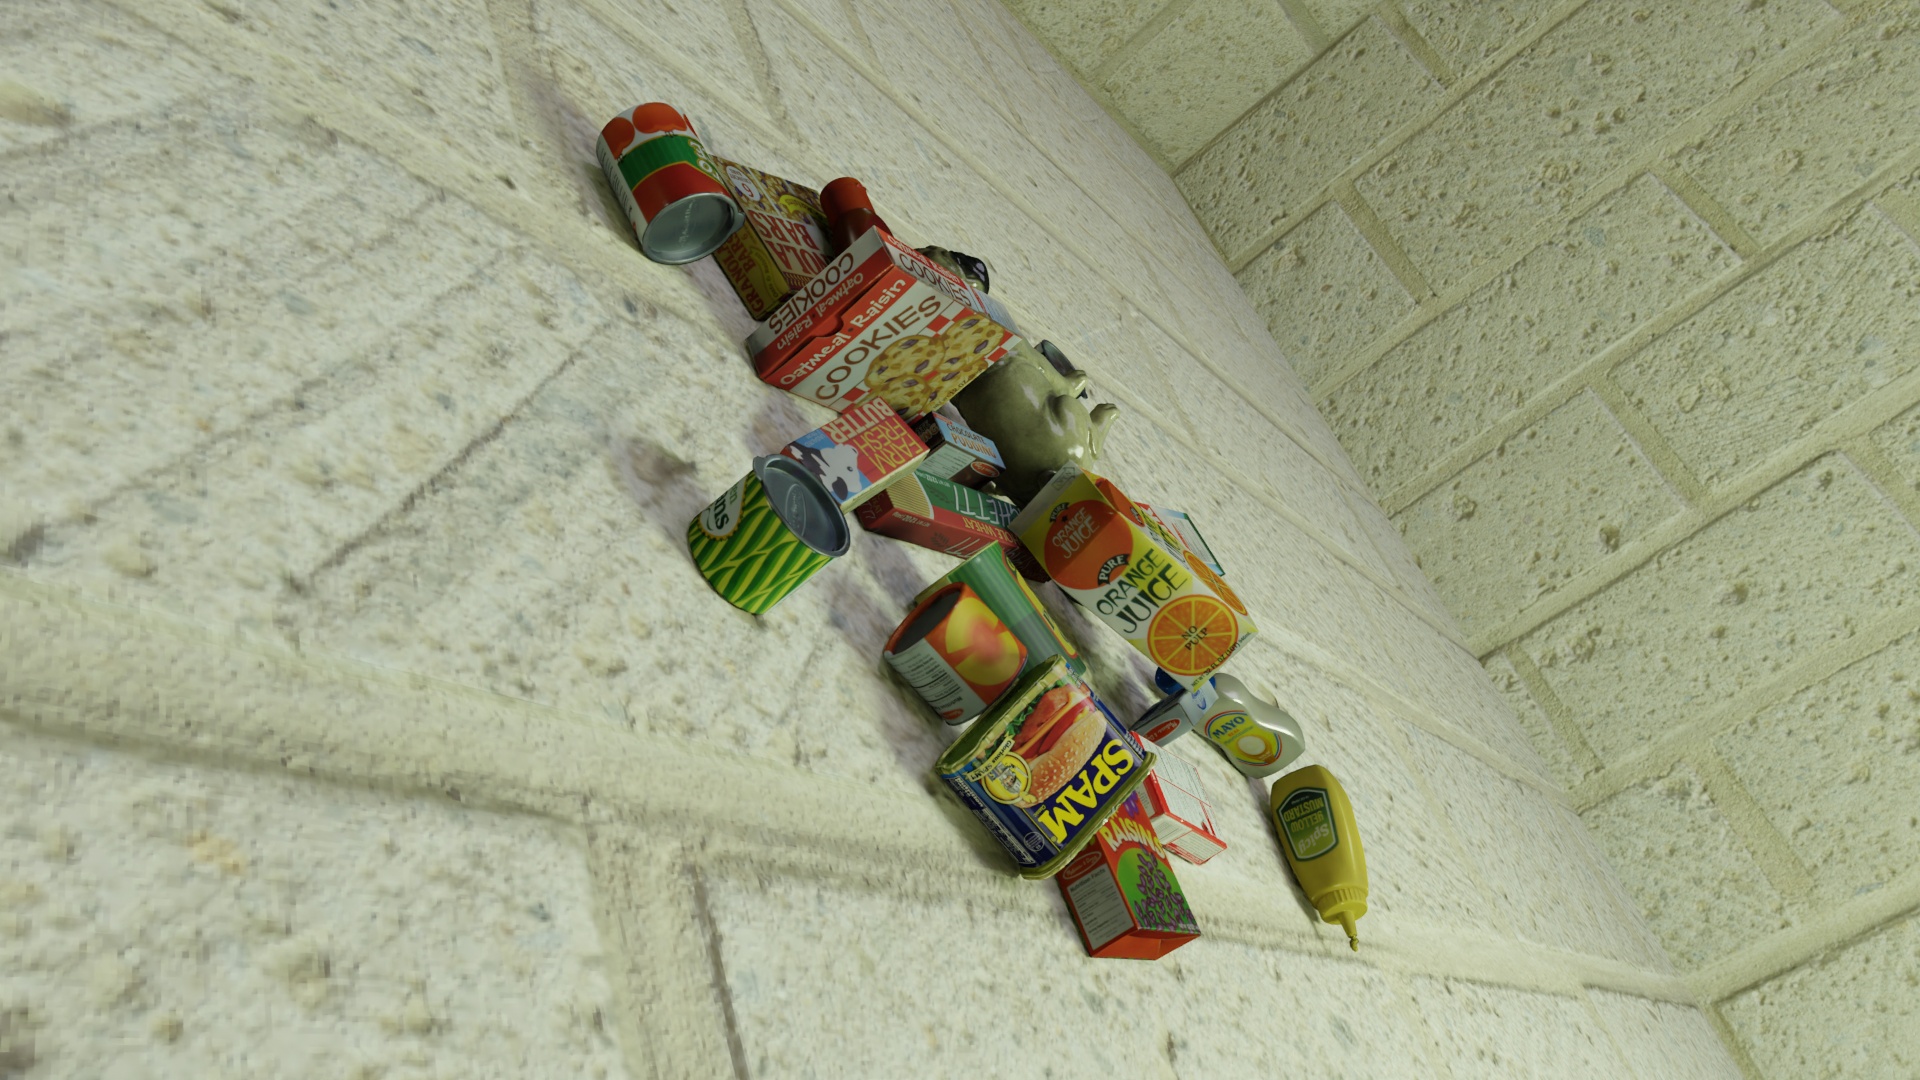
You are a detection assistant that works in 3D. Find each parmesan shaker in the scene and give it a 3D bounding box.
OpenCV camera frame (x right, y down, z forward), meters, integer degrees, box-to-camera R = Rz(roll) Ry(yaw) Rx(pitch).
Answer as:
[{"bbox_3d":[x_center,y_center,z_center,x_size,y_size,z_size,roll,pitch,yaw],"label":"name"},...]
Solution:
[{"bbox_3d":[0.025,0.061,0.898,0.103,0.071,0.071,54,21,2],"label":"parmesan shaker"}]

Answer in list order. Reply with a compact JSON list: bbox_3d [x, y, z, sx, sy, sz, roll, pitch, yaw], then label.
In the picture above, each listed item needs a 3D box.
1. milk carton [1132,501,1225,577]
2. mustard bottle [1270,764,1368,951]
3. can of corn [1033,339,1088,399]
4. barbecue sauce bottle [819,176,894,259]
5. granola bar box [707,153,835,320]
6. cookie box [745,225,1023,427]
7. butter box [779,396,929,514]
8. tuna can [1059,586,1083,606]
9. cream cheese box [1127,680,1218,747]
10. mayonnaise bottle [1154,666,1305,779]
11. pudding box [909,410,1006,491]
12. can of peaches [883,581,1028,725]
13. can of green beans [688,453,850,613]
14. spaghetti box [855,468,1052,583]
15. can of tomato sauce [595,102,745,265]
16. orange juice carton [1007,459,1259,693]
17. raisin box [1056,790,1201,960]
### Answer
[{"bbox_3d":[0.162,0.017,1.237,0.073,0.072,0.191,60,21,17],"label":"milk carton"},{"bbox_3d":[0.307,0.266,1.160,0.048,0.065,0.161,41,27,-39],"label":"mustard bottle"},{"bbox_3d":[0.080,-0.149,1.342,0.071,0.058,0.071,44,23,-23],"label":"can of corn"},{"bbox_3d":[-0.068,-0.212,1.048,0.065,0.043,0.149,20,39,-50],"label":"barbecue sauce bottle"},{"bbox_3d":[-0.129,-0.220,1.049,0.124,0.039,0.166,57,22,10],"label":"granola bar box"},{"bbox_3d":[-0.050,-0.140,0.972,0.167,0.122,0.040,18,39,-56],"label":"cookie box"},{"bbox_3d":[-0.068,-0.052,0.884,0.053,0.024,0.104,46,40,6],"label":"butter box"},{"bbox_3d":[0.110,0.018,1.136,0.071,0.071,0.033,52,20,-4],"label":"tuna can"},{"bbox_3d":[0.165,0.136,1.080,0.024,0.053,0.104,57,21,6],"label":"cream cheese box"},{"bbox_3d":[0.226,0.147,1.184,0.148,0.064,0.041,37,30,-26],"label":"mayonnaise bottle"},{"bbox_3d":[-0.011,-0.060,1.031,0.083,0.049,0.030,22,38,-52],"label":"pudding box"},{"bbox_3d":[-0.002,0.065,0.827,0.058,0.071,0.071,47,22,-14],"label":"can of peaches"},{"bbox_3d":[-0.102,-0.003,0.741,0.071,0.057,0.071,43,23,-24],"label":"can of green beans"},{"bbox_3d":[0.004,-0.013,1.015,0.250,0.028,0.050,18,41,-56],"label":"spaghetti box"},{"bbox_3d":[-0.189,-0.233,0.904,0.071,0.071,0.083,10,46,-61],"label":"can of tomato sauce"},{"bbox_3d":[0.128,0.023,1.048,0.192,0.071,0.073,39,16,-17],"label":"orange juice carton"},{"bbox_3d":[0.091,0.193,0.859,0.086,0.040,0.124,24,35,-50],"label":"raisin box"}]
